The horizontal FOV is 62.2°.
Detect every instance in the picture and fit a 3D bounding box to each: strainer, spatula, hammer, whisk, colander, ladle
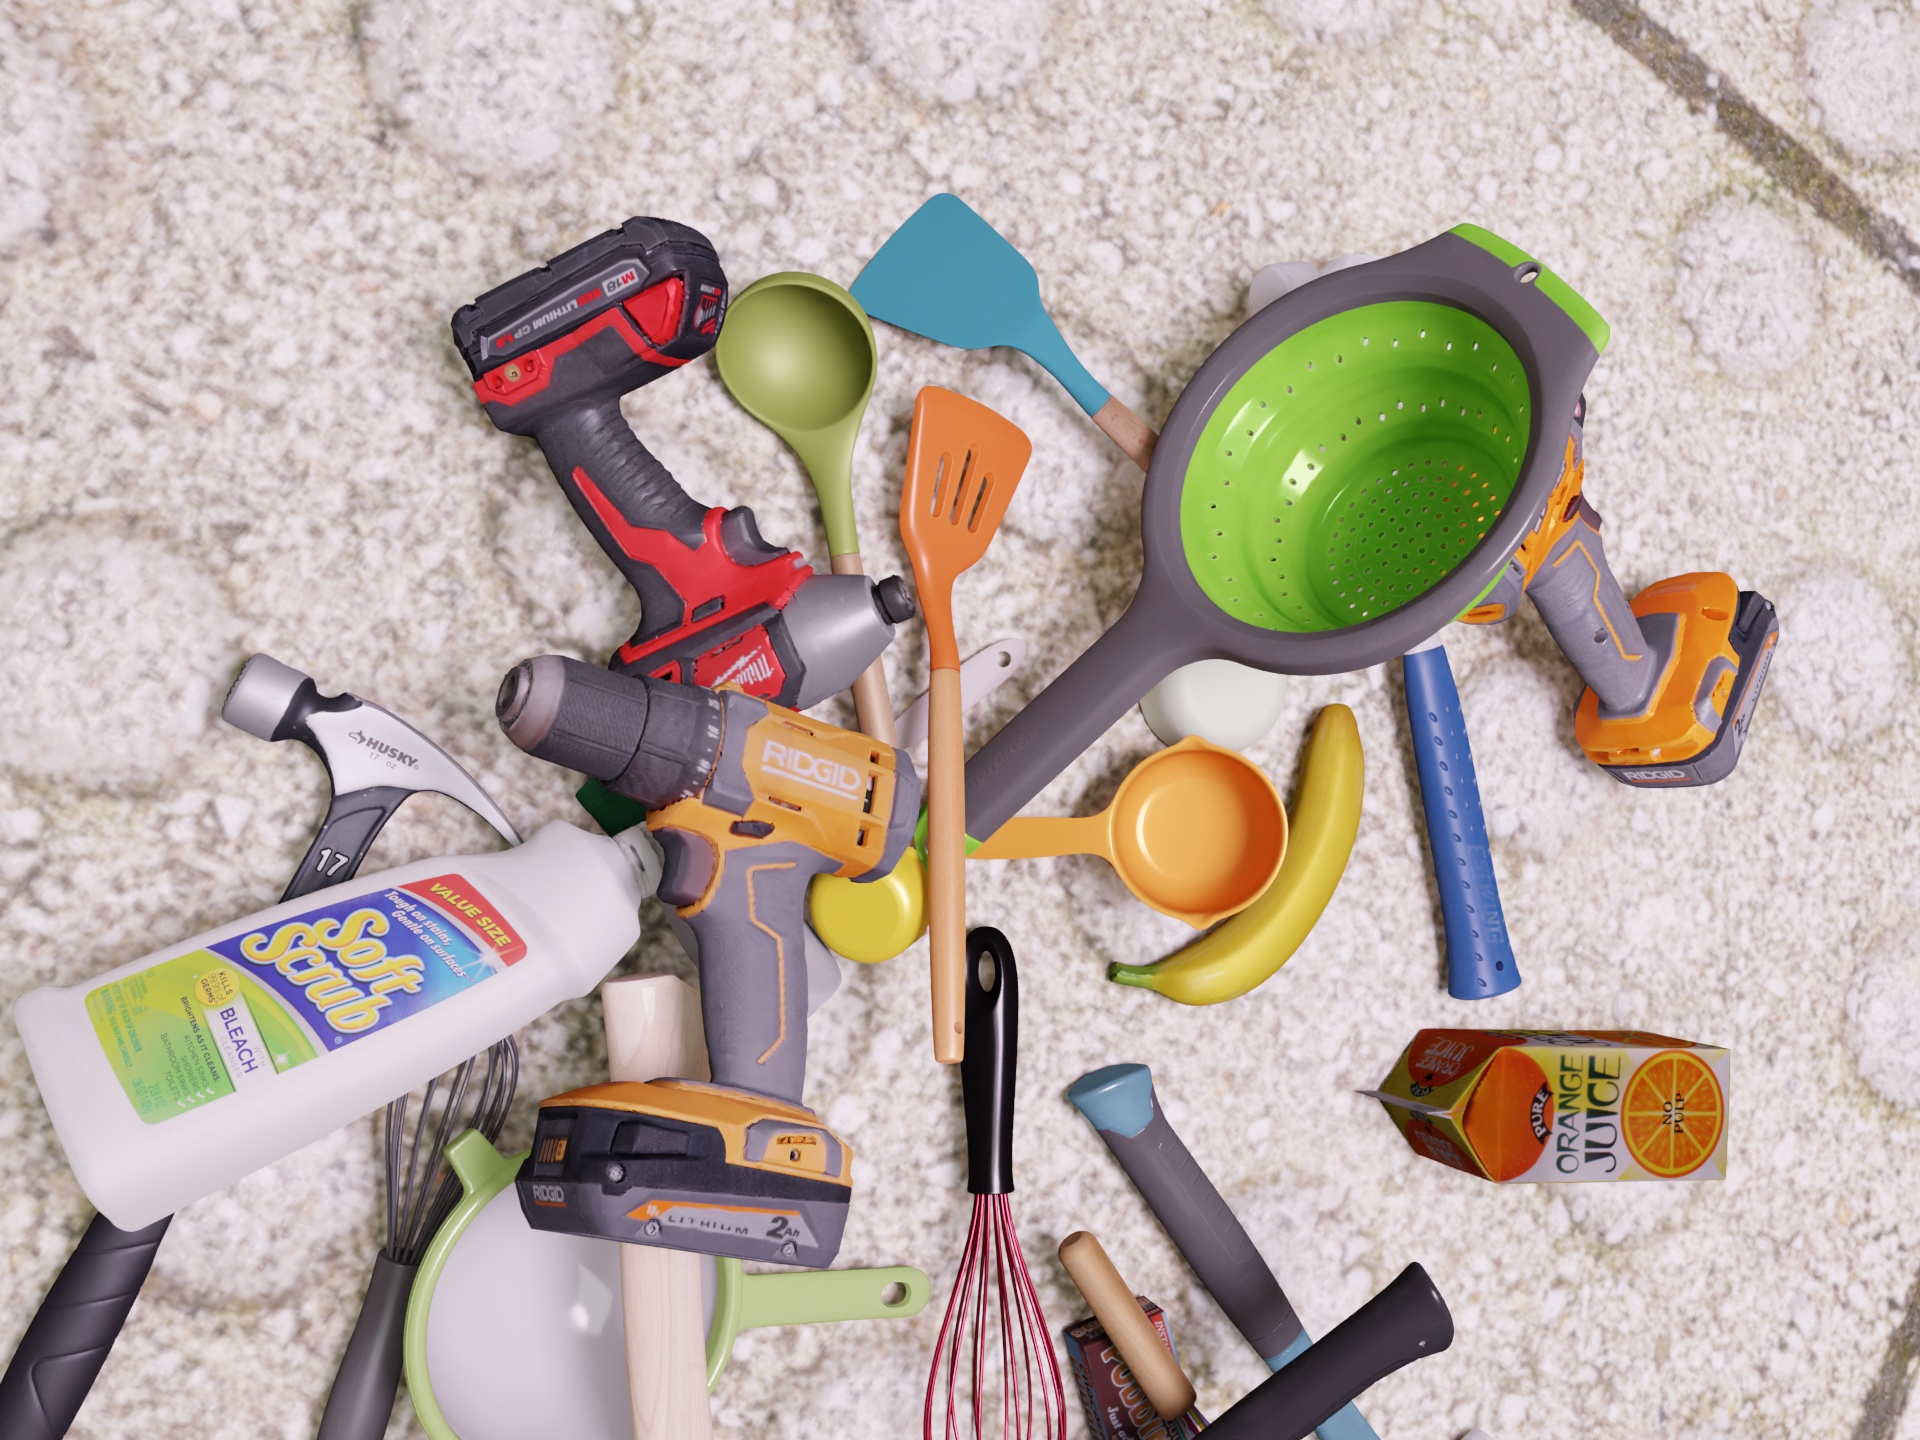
[{"bbox_3d":[-0.135,0.264,0.735,0.256,0.069,0.151,11,80,-35],"label":"strainer"},{"bbox_3d":[0.087,-0.142,0.813,0.317,0.044,0.082,41,75,-11],"label":"spatula"},{"bbox_3d":[0.255,-0.051,0.866,0.144,0.035,0.405,-14,95,-30],"label":"hammer"},{"bbox_3d":[0.014,0.249,0.776,0.073,0.073,0.296,2,82,-18],"label":"whisk"},{"bbox_3d":[0.162,0.314,0.835,0.128,0.033,0.331,-37,99,-16],"label":"hammer"},{"bbox_3d":[0.086,0.359,0.730,0.335,0.035,0.146,-40,121,6],"label":"hammer"},{"bbox_3d":[-0.332,0.183,0.681,0.149,0.036,0.409,28,81,-16],"label":"hammer"},{"bbox_3d":[-0.246,0.239,0.701,0.055,0.055,0.239,17,87,-17],"label":"whisk"},{"bbox_3d":[-0.128,0.315,0.671,0.146,0.038,0.411,-4,88,-33],"label":"hammer"},{"bbox_3d":[0.122,0.354,0.783,0.051,0.047,0.245,-33,95,-11],"label":"whisk"},{"bbox_3d":[0.137,-0.049,0.764,0.397,0.205,0.094,-43,138,14],"label":"colander"},{"bbox_3d":[-0.001,-0.002,0.754,0.081,0.041,0.323,19,62,-42],"label":"spatula"},{"bbox_3d":[-0.054,-0.053,0.754,0.078,0.062,0.320,-11,89,15],"label":"ladle"}]

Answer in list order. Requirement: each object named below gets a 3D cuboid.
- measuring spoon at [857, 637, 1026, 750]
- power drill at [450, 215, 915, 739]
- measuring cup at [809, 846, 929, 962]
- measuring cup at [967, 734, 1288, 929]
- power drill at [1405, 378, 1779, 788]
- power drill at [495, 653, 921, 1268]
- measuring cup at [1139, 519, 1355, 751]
[{"bbox_3d":[-0.014,-0.004,0.794,0.124,0.018,0.034,-37,99,-13],"label":"measuring spoon"},{"bbox_3d":[-0.119,-0.101,0.711,0.143,0.078,0.219,-23,96,12],"label":"power drill"},{"bbox_3d":[-0.081,0.055,0.747,0.156,0.029,0.062,39,106,3],"label":"measuring cup"},{"bbox_3d":[0.078,0.058,0.809,0.173,0.052,0.095,-3,87,10],"label":"measuring cup"},{"bbox_3d":[0.344,-0.083,0.857,0.226,0.084,0.164,38,68,-24],"label":"power drill"},{"bbox_3d":[-0.113,0.091,0.636,0.185,0.084,0.226,22,65,-33],"label":"power drill"},{"bbox_3d":[0.165,-0.051,0.843,0.167,0.038,0.083,-46,101,-13],"label":"measuring cup"}]
